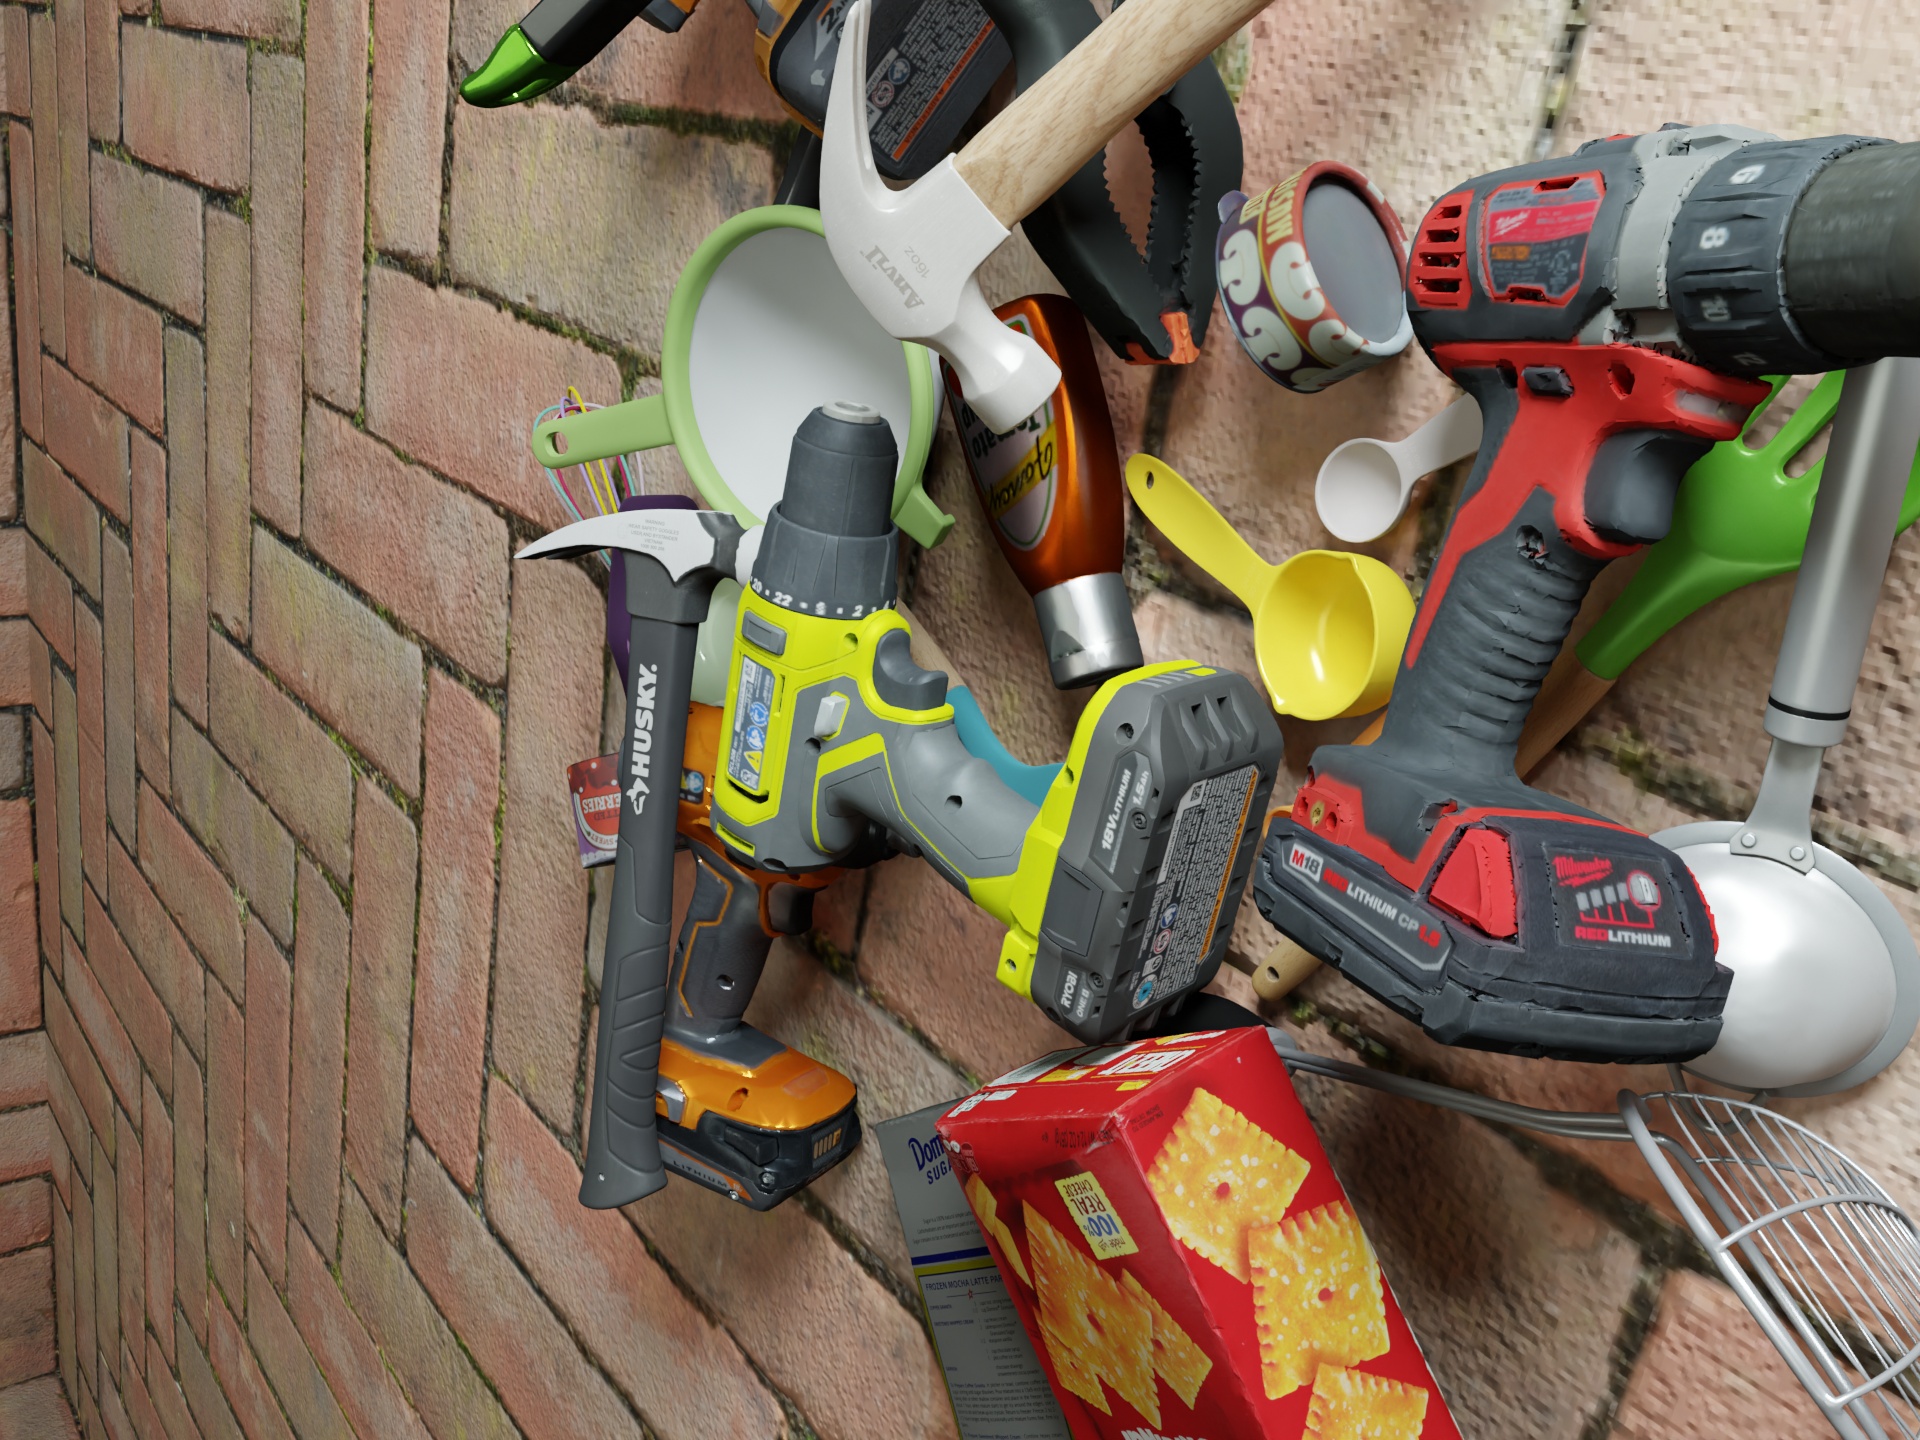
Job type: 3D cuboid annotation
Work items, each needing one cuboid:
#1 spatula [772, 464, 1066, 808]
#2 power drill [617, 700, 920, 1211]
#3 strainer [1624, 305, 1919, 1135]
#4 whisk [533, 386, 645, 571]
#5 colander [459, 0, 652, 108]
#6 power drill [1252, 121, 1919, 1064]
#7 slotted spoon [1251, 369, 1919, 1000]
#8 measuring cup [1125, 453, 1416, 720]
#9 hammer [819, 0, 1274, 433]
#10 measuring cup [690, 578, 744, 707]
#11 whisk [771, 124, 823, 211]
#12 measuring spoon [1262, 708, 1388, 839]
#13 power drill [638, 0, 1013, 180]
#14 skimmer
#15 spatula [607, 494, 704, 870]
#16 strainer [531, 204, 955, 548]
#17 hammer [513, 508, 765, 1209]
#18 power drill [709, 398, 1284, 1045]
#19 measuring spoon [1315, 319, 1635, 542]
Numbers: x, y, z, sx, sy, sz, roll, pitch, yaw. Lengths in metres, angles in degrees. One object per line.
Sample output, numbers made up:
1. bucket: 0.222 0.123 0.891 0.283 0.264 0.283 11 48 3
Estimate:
1. spatula: -0.009 -0.026 0.693 0.318 0.044 0.082 52 131 32
2. power drill: -0.093 0.113 0.770 0.164 0.084 0.226 14 106 29
3. strainer: 0.214 0.007 0.410 0.087 0.050 0.258 16 114 32
4. whisk: -0.182 -0.079 0.888 0.047 0.051 0.245 -34 73 41
5. colander: -0.038 -0.347 0.487 0.397 0.204 0.094 -33 100 23
6. power drill: 0.163 -0.032 0.392 0.188 0.080 0.226 -145 65 -67
7. slotted spoon: 0.177 -0.003 0.490 0.070 0.031 0.313 56 135 25
8. measuring cup: 0.108 -0.057 0.571 0.157 0.029 0.062 54 134 45
9. hammer: 0.090 -0.230 0.456 0.331 0.130 0.031 -36 23 23
10. measuring cup: -0.089 -0.066 0.793 0.167 0.038 0.083 -35 72 29
11. whisk: -0.084 -0.230 0.746 0.055 0.055 0.239 54 129 29
12. measuring spoon: 0.145 0.011 0.543 0.021 0.011 0.117 54 130 15
13. power drill: -0.053 -0.345 0.650 0.185 0.084 0.226 -52 55 13
14. skimmer: 0.134 0.144 0.512 0.363 0.127 0.090 4 55 53
15. spatula: -0.169 0.032 0.845 0.060 0.018 0.316 2 81 11
16. strainer: -0.097 -0.147 0.735 0.256 0.069 0.151 -2 104 39
17. hammer: -0.151 0.068 0.735 0.146 0.035 0.334 12 101 28
18. power drill: -0.001 -0.002 0.595 0.229 0.080 0.190 28 117 35
19. measuring spoon: 0.166 -0.093 0.501 0.124 0.018 0.034 -31 70 40
